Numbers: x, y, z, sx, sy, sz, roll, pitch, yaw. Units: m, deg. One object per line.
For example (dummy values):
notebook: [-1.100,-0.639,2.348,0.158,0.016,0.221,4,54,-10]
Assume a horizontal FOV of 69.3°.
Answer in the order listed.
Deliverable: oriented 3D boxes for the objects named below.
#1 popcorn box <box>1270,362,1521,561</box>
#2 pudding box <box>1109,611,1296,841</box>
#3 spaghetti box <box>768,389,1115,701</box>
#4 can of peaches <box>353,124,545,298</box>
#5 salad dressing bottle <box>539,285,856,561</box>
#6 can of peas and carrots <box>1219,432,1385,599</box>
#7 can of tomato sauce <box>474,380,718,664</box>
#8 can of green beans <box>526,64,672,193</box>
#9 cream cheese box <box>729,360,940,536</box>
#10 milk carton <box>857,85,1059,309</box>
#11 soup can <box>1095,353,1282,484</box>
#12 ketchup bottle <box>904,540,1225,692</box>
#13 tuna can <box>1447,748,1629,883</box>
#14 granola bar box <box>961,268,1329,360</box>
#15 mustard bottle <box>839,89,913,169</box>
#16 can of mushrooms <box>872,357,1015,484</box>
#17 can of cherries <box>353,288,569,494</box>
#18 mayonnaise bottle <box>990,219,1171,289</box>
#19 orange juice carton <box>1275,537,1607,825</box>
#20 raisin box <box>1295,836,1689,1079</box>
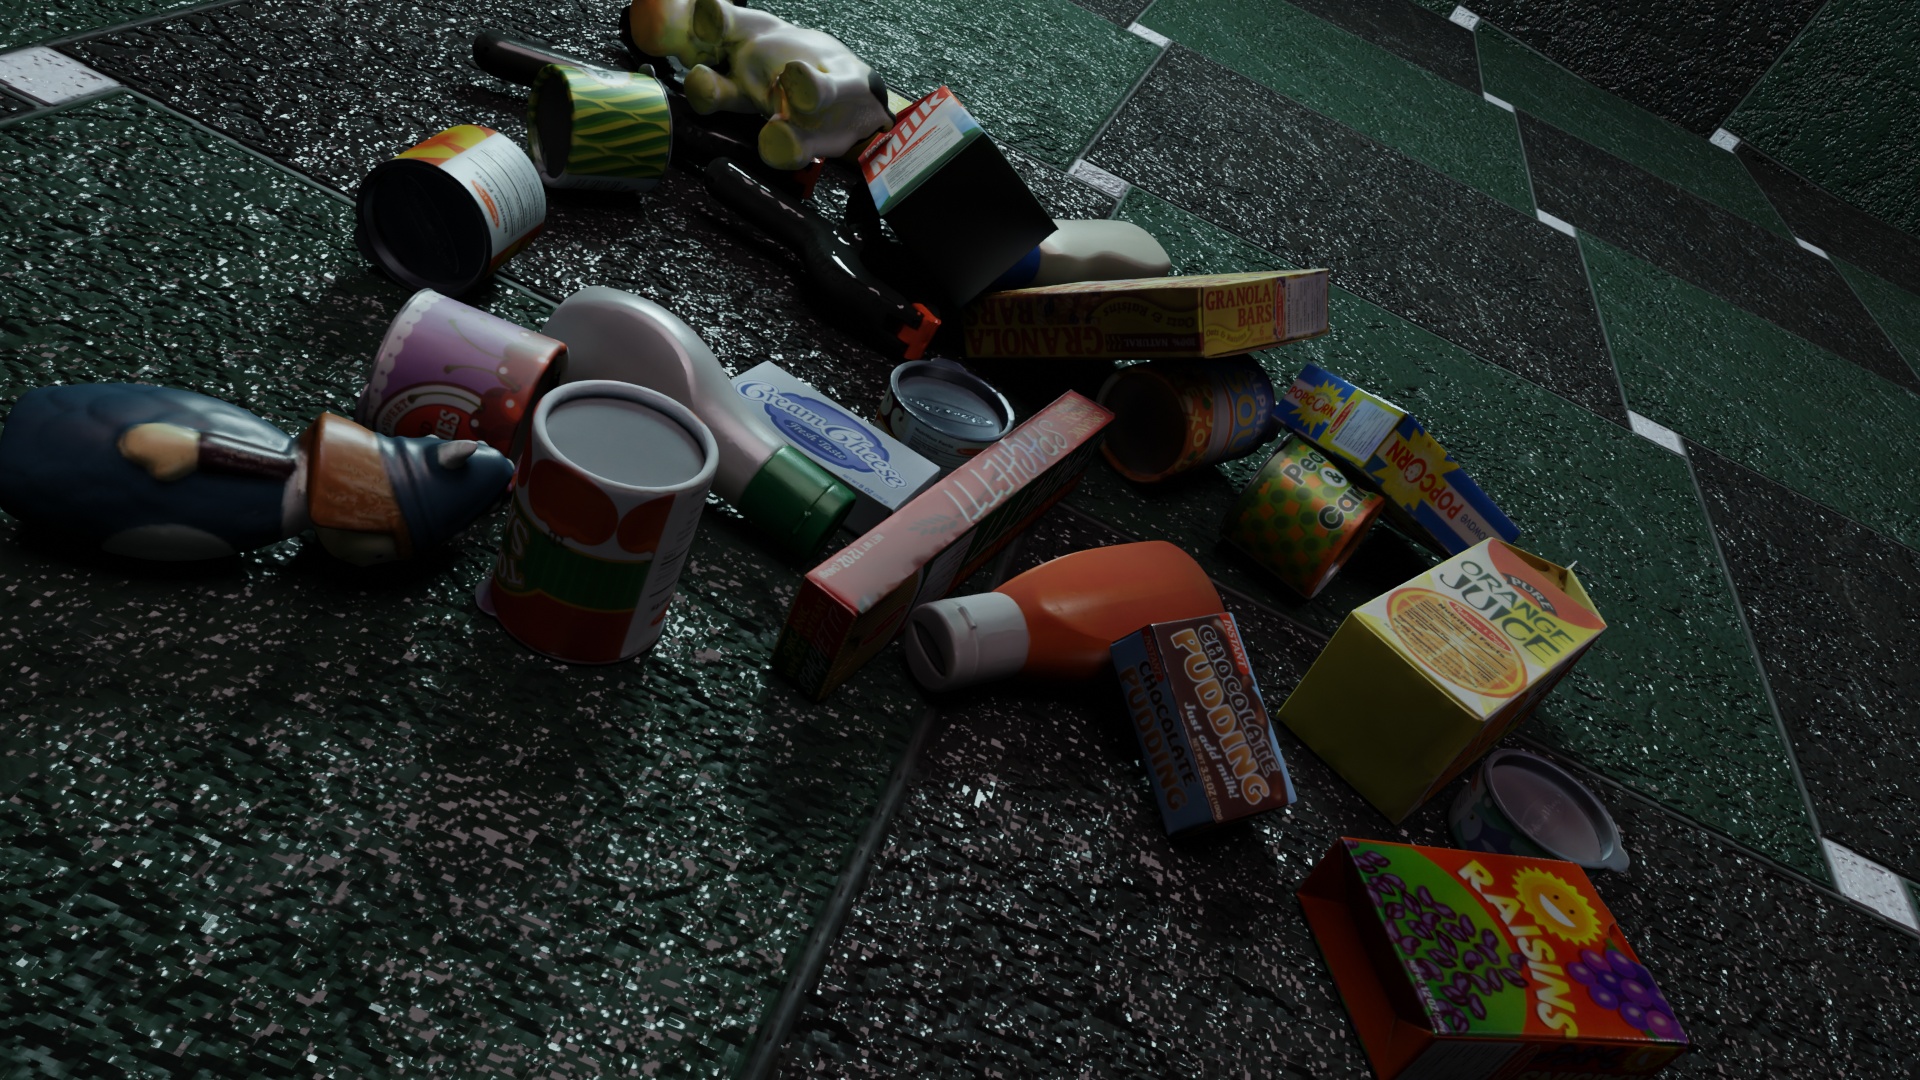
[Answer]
popcorn box: [0.238,-0.037,0.761,0.126,0.038,0.085,35,7,-33]
pudding box: [0.098,0.074,0.565,0.050,0.030,0.084,-4,70,-36]
spaghetti box: [0.002,-0.008,0.623,0.029,0.050,0.251,35,35,12]
can of peaches: [-0.239,-0.155,0.652,0.071,0.071,0.058,24,34,-2]
salad dressing bottle: [-0.113,-0.049,0.599,0.148,0.064,0.044,38,16,4]
can of peas and carrots: [0.179,-0.013,0.724,0.059,0.070,0.071,39,36,17]
can of tomato sauce: [-0.133,-0.007,0.506,0.071,0.082,0.071,18,35,-13]
can of green beans: [-0.201,-0.228,0.771,0.058,0.071,0.071,-7,46,-38]
cream cheese box: [-0.066,-0.042,0.648,0.104,0.024,0.053,32,33,9]
milk carton: [-0.008,-0.213,0.830,0.072,0.073,0.191,47,11,-27]
soup can: [0.126,-0.069,0.767,0.084,0.071,0.071,-17,53,-44]
ketchup bottle: [0.046,0.036,0.598,0.149,0.043,0.065,-6,52,-38]
tuna can: [0.256,0.130,0.616,0.071,0.032,0.071,17,35,-12]
granola bar box: [0.102,-0.125,0.776,0.165,0.039,0.125,7,16,44]
mustard bottle: [-0.045,-0.274,0.947,0.160,0.048,0.066,29,36,5]
can of mushrooms: [-0.009,-0.060,0.699,0.071,0.033,0.071,17,35,-12]
can of cherries: [-0.195,-0.056,0.548,0.058,0.071,0.072,22,34,-8]
mayonnaise bottle: [0.067,-0.184,0.908,0.148,0.041,0.065,-9,45,-38]
orange juice carton: [0.243,0.057,0.671,0.193,0.071,0.073,-18,53,-45]
raisin box: [0.203,0.163,0.533,0.123,0.039,0.086,11,36,-22]
